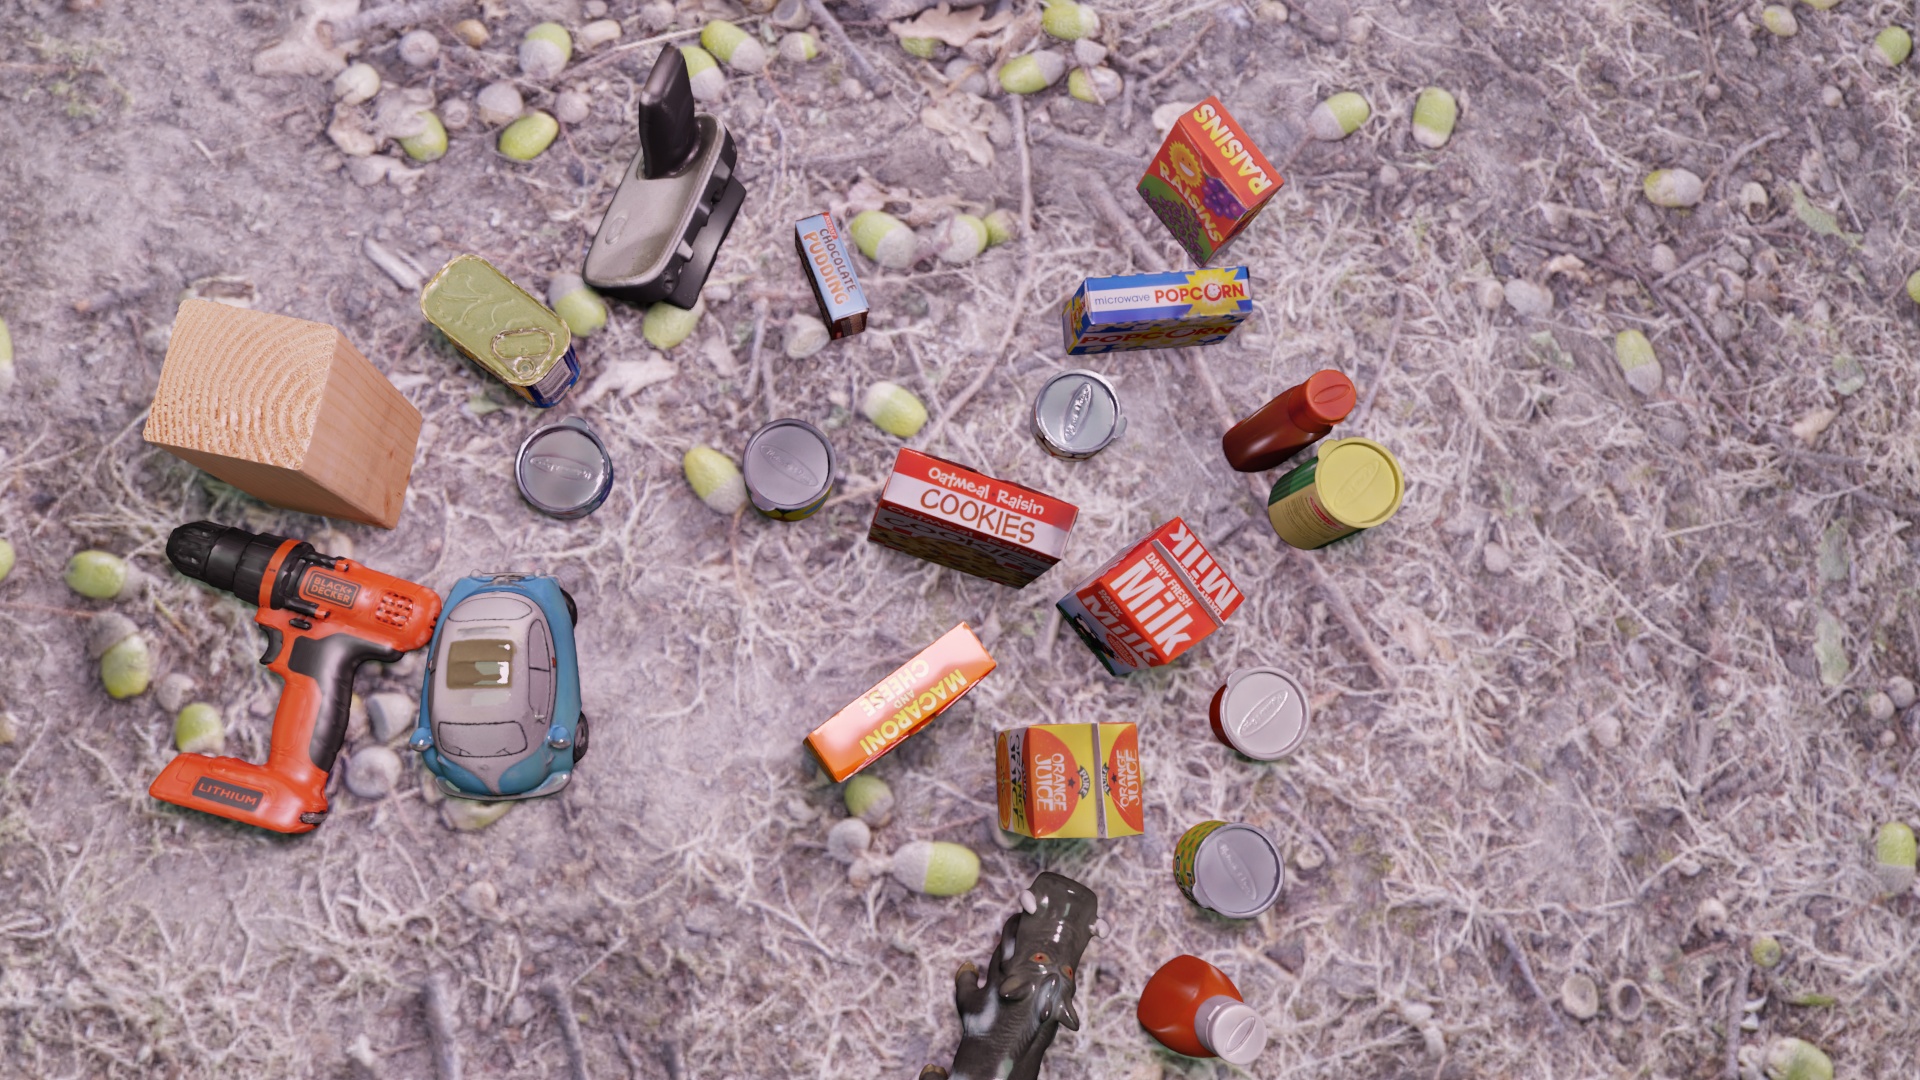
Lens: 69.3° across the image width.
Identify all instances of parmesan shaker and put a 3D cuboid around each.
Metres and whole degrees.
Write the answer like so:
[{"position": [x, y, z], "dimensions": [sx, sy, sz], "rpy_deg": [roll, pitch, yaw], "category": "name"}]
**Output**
[{"position": [0.275, -0.035, 1.035], "dimensions": [0.071, 0.103, 0.071], "rpy_deg": [1, 81, -7], "category": "parmesan shaker"}]

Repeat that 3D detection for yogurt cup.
[{"position": [0.217, 0.128, 1.024], "dimensions": [0.072, 0.054, 0.072], "rpy_deg": [1, 80, -7], "category": "yogurt cup"}]

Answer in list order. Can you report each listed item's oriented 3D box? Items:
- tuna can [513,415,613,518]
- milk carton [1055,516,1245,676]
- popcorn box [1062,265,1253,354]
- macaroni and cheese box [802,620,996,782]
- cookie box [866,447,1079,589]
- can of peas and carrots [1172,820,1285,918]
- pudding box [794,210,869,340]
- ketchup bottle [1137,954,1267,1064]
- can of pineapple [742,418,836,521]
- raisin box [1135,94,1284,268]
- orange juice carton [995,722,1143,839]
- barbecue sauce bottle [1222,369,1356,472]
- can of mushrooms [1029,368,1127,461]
[{"position": [-0.284, -0.052, 1.000], "dimensions": [0.071, 0.032, 0.071], "rpy_deg": [1, 80, -7], "category": "tuna can"}, {"position": [0.132, 0.040, 0.958], "dimensions": [0.073, 0.190, 0.072], "rpy_deg": [-38, 87, -12], "category": "milk carton"}, {"position": [0.147, -0.173, 1.051], "dimensions": [0.127, 0.085, 0.038], "rpy_deg": [-6, 82, -8], "category": "popcorn box"}, {"position": [-0.044, 0.112, 0.934], "dimensions": [0.124, 0.166, 0.040], "rpy_deg": [-36, 87, -11], "category": "macaroni and cheese box"}, {"position": [0.003, -0.012, 0.962], "dimensions": [0.123, 0.167, 0.040], "rpy_deg": [18, 79, -4], "category": "cookie box"}, {"position": [0.190, 0.237, 0.999], "dimensions": [0.071, 0.058, 0.071], "rpy_deg": [1, 80, -7], "category": "can of peas and carrots"}, {"position": [-0.097, -0.198, 1.041], "dimensions": [0.030, 0.049, 0.084], "rpy_deg": [-20, 84, -10], "category": "pudding box"}, {"position": [0.163, 0.319, 0.935], "dimensions": [0.043, 0.148, 0.065], "rpy_deg": [41, 78, 1], "category": "ketchup bottle"}, {"position": [-0.126, -0.049, 1.007], "dimensions": [0.071, 0.057, 0.071], "rpy_deg": [1, 80, -7], "category": "can of pineapple"}, {"position": [0.186, -0.269, 1.054], "dimensions": [0.040, 0.123, 0.086], "rpy_deg": [-36, 87, -11], "category": "raisin box"}, {"position": [0.073, 0.159, 0.928], "dimensions": [0.073, 0.192, 0.072], "rpy_deg": [-1, 81, -8], "category": "orange juice carton"}, {"position": [0.244, -0.087, 1.017], "dimensions": [0.065, 0.148, 0.043], "rpy_deg": [-20, 84, -10], "category": "barbecue sauce bottle"}, {"position": [0.089, -0.094, 1.056], "dimensions": [0.071, 0.033, 0.071], "rpy_deg": [1, 80, -7], "category": "can of mushrooms"}]
